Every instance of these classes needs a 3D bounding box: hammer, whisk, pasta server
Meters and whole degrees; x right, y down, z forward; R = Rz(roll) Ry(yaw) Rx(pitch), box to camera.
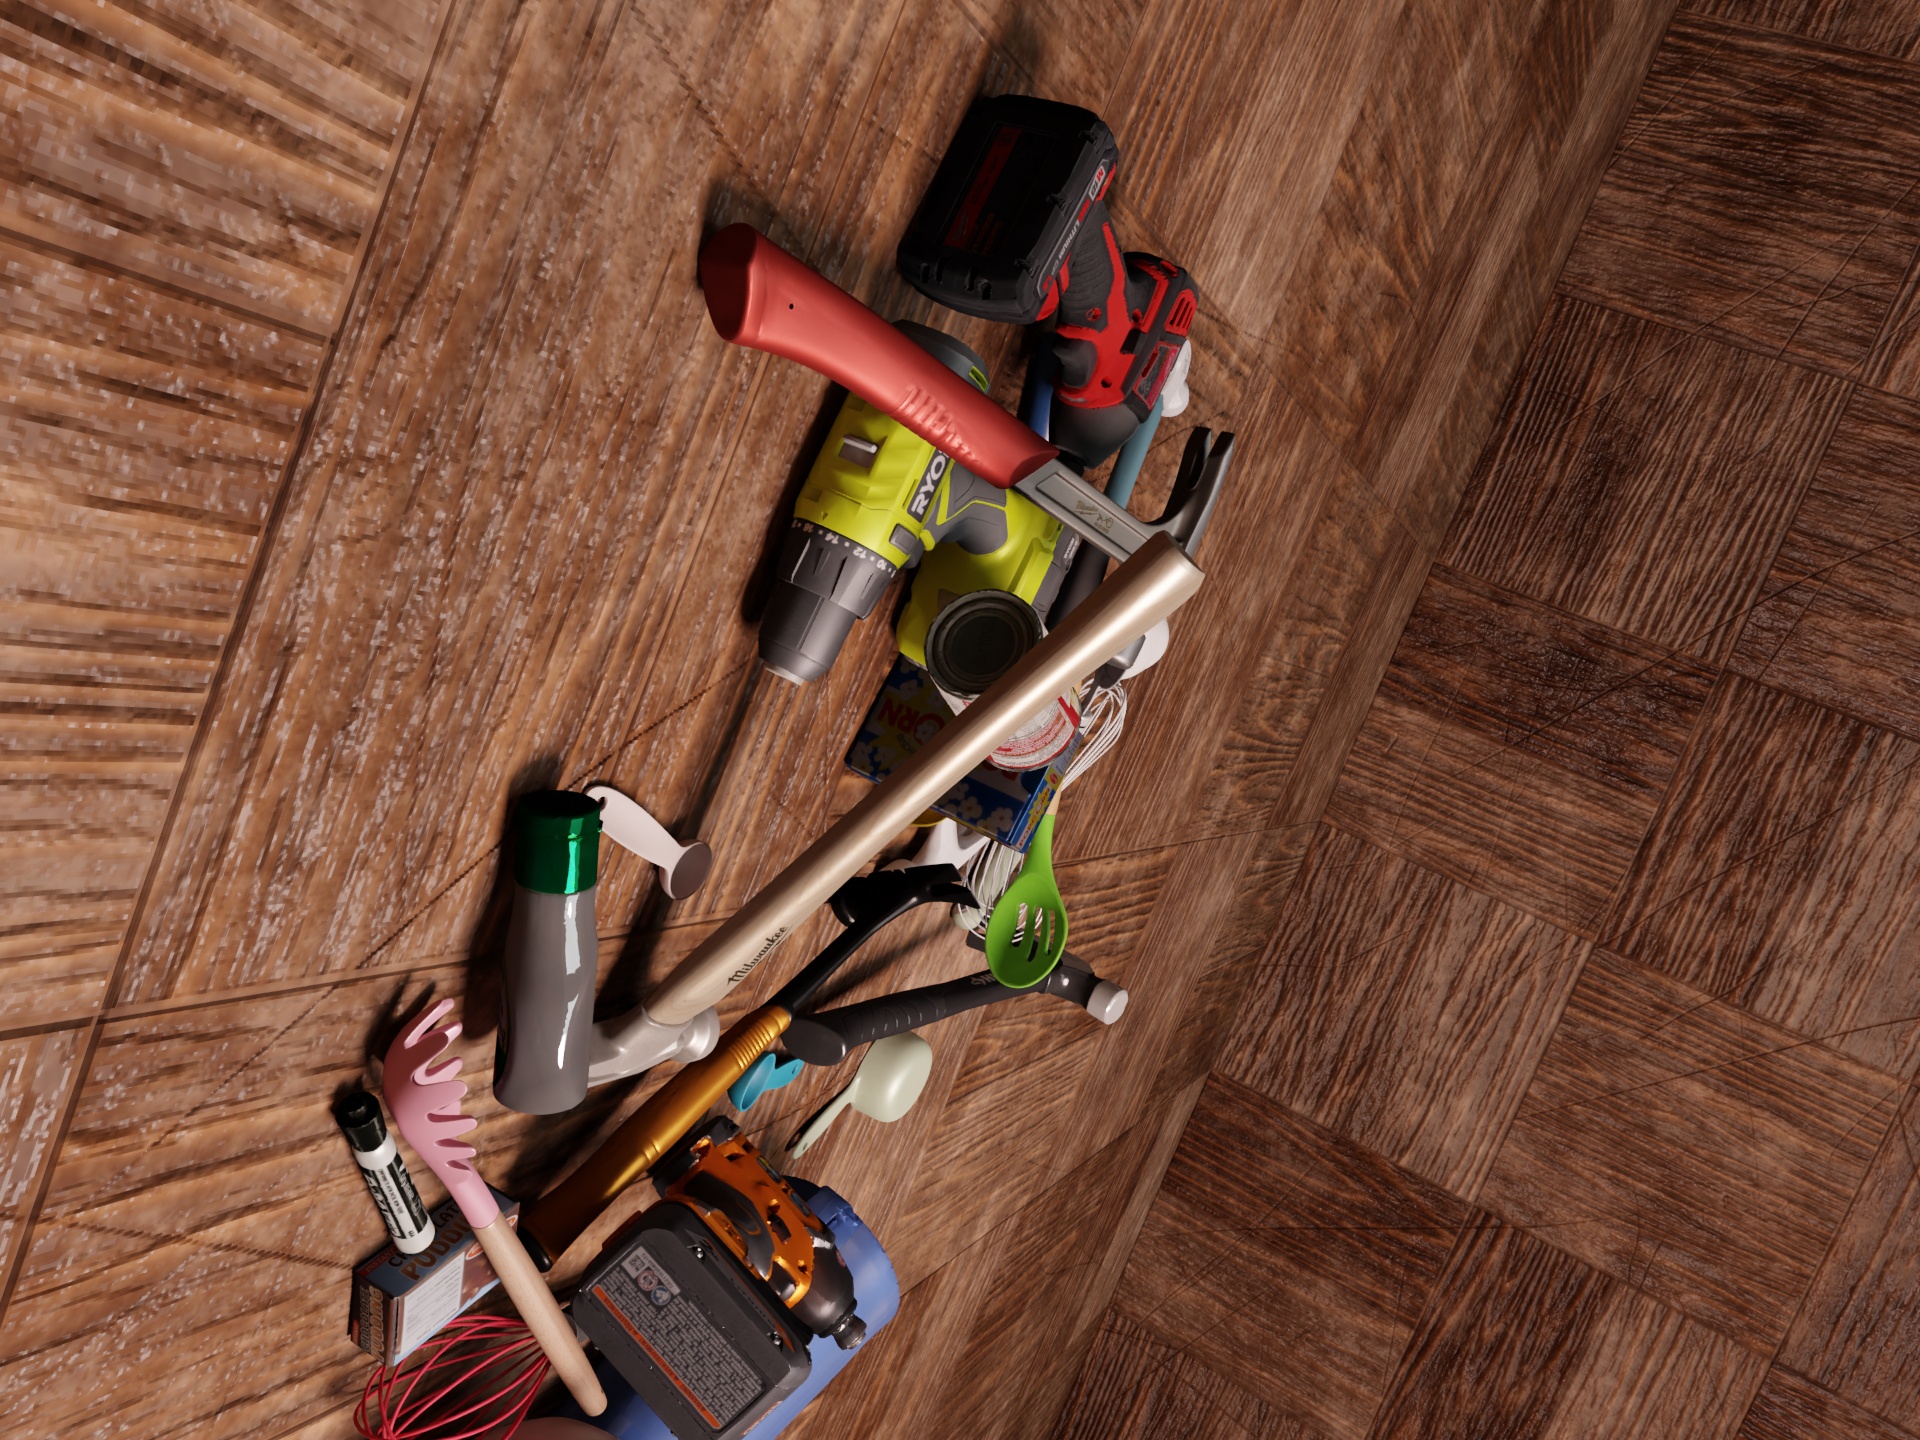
[{"bbox_3d":[0.025,-0.063,1.089,0.144,0.035,0.405,-30,140,-55],"label":"hammer"},{"bbox_3d":[-0.045,0.050,0.803,0.410,0.038,0.146,-42,163,14],"label":"hammer"},{"bbox_3d":[-0.127,0.194,0.938,0.337,0.127,0.034,-41,107,-37],"label":"hammer"},{"bbox_3d":[-0.236,0.350,0.896,0.073,0.073,0.295,-66,164,3],"label":"whisk"},{"bbox_3d":[0.066,0.067,1.315,0.059,0.058,0.246,41,77,-34],"label":"whisk"},{"bbox_3d":[0.058,0.039,1.237,0.070,0.070,0.284,-8,113,-65],"label":"whisk"},{"bbox_3d":[0.098,-0.126,1.118,0.128,0.033,0.331,67,43,-71],"label":"hammer"},{"bbox_3d":[-0.015,0.209,1.210,0.334,0.146,0.035,-3,116,-54],"label":"hammer"},{"bbox_3d":[0.016,-0.149,0.791,0.358,0.037,0.149,26,87,-47],"label":"hammer"},{"bbox_3d":[-0.217,0.255,0.779,0.040,0.060,0.315,-19,130,-11],"label":"pasta server"}]

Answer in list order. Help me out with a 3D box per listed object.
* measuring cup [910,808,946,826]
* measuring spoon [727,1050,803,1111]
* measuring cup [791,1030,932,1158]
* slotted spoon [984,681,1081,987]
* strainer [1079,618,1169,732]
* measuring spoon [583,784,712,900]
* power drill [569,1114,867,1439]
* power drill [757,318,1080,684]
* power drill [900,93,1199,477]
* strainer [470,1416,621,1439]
[{"bbox_3d":[-0.002,-0.003,1.049,0.156,0.062,0.029,-64,171,8],"label":"measuring cup"},{"bbox_3d":[-0.132,0.237,1.078,0.042,0.021,0.128,-64,168,-2],"label":"measuring spoon"},{"bbox_3d":[-0.073,0.301,1.244,0.167,0.038,0.083,-36,144,-56],"label":"measuring cup"},{"bbox_3d":[0.070,0.045,1.195,0.031,0.070,0.314,8,92,-54],"label":"slotted spoon"},{"bbox_3d":[0.090,-0.010,1.134,0.258,0.050,0.087,-59,-160,31],"label":"strainer"},{"bbox_3d":[-0.164,0.058,0.812,0.034,0.018,0.124,-60,151,-14],"label":"measuring spoon"},{"bbox_3d":[-0.123,0.323,0.907,0.084,0.164,0.226,-43,177,2],"label":"power drill"},{"bbox_3d":[-0.022,-0.093,0.891,0.190,0.080,0.228,-65,156,-2],"label":"power drill"},{"bbox_3d":[0.059,-0.230,0.889,0.143,0.079,0.219,-64,151,-4],"label":"power drill"},{"bbox_3d":[-0.267,0.480,0.914,0.211,0.095,0.340,-26,156,-24],"label":"strainer"}]
